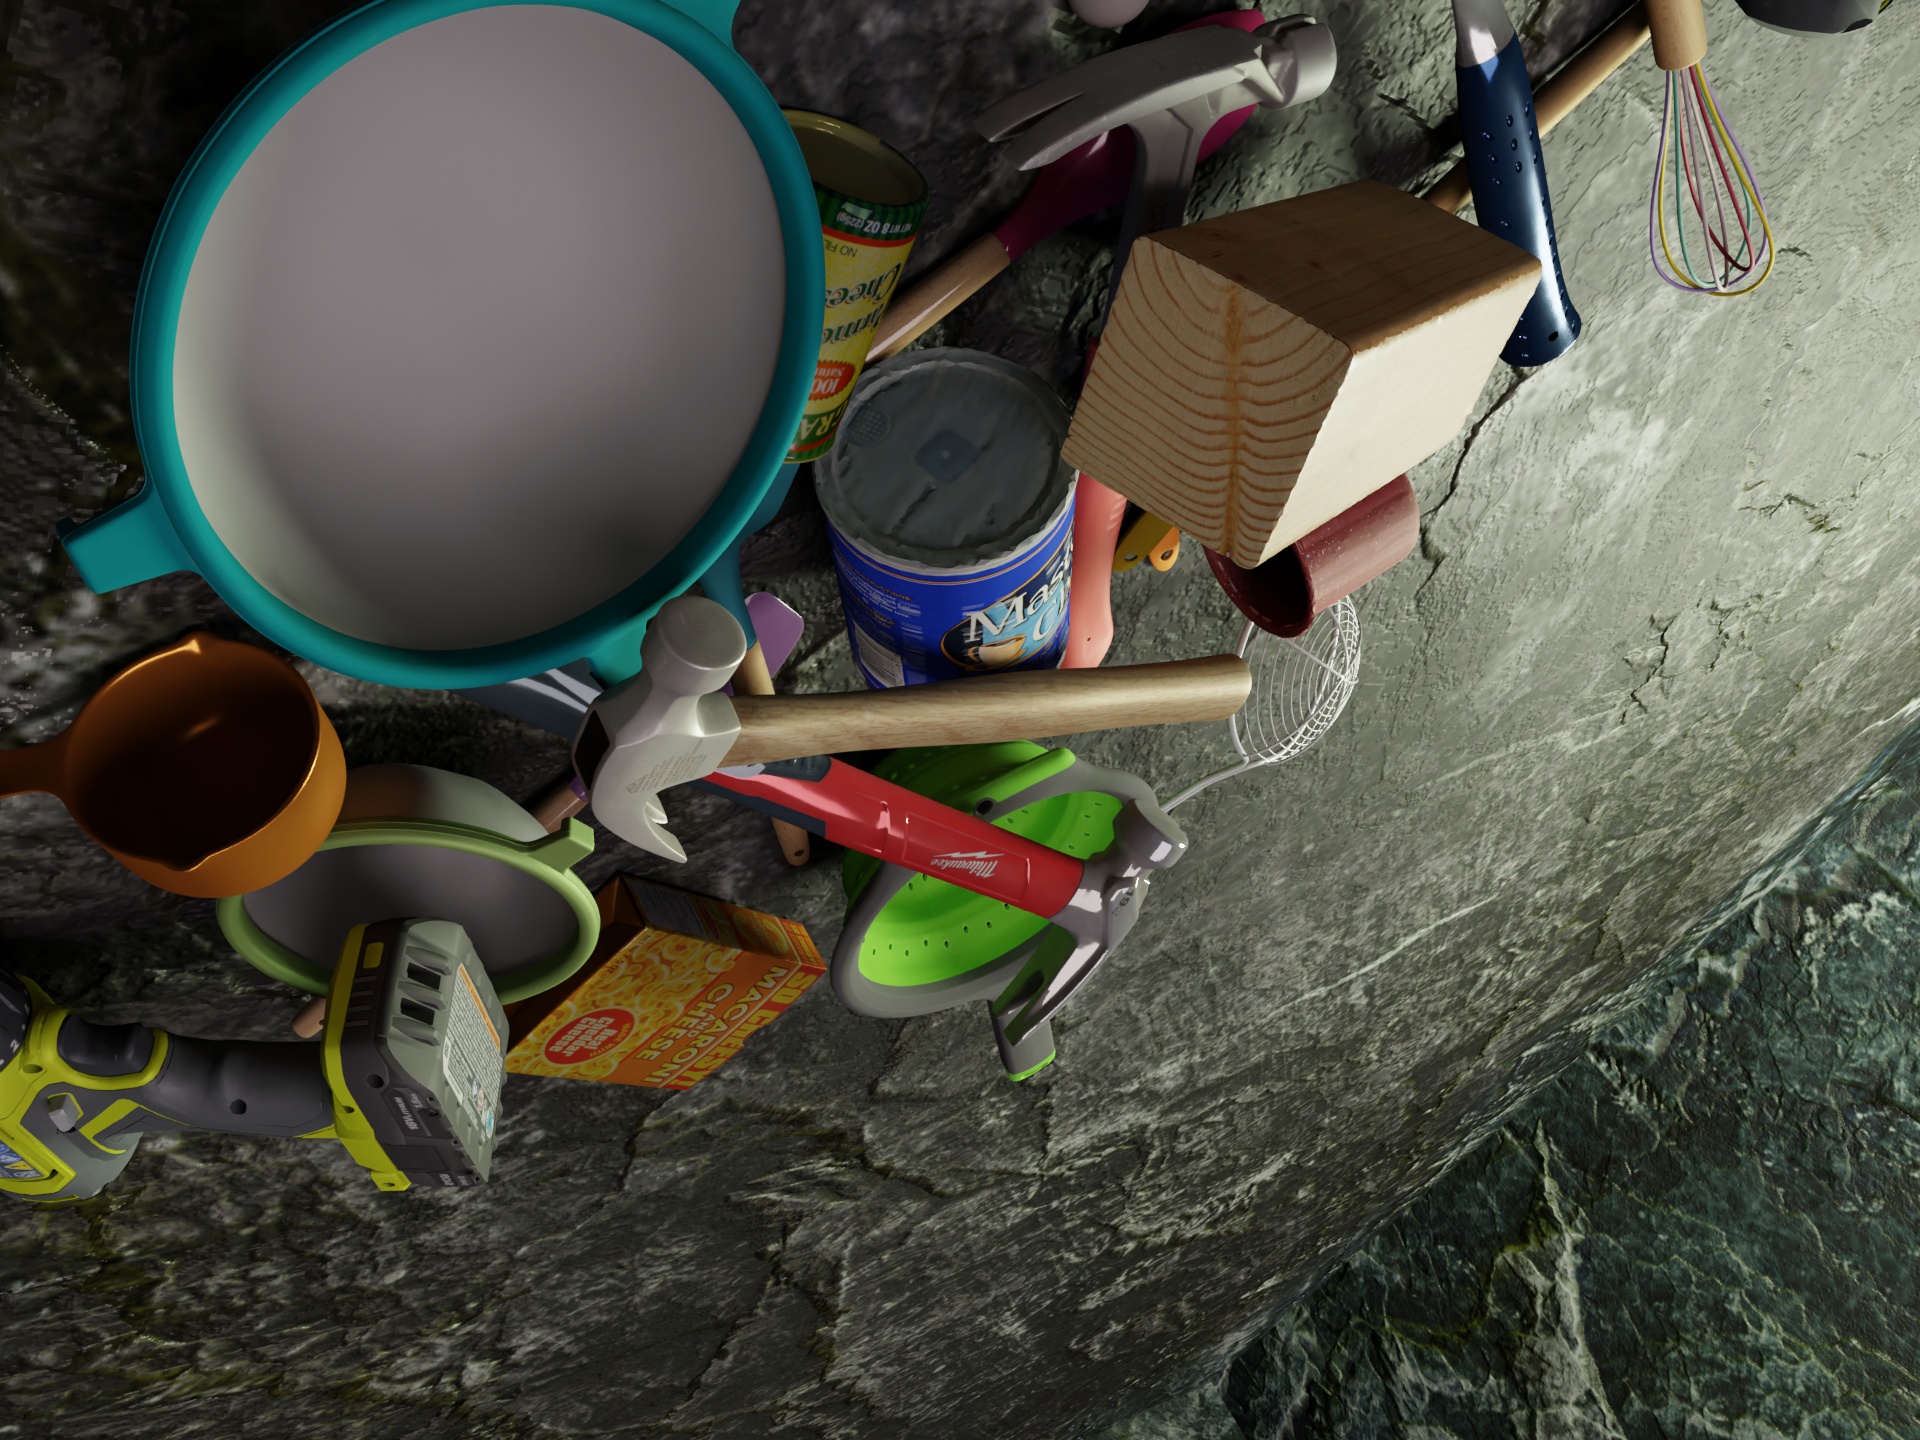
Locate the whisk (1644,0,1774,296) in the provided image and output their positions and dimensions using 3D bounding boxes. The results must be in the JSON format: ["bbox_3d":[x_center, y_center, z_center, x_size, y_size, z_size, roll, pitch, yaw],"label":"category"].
[{"bbox_3d":[0.338,-0.287,0.729,0.051,0.047,0.244,-37,134,2],"label":"whisk"}]

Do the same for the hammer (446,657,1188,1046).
[{"bbox_3d":[-0.069,0.046,0.708,0.386,0.038,0.143,24,110,-36],"label":"hammer"}]

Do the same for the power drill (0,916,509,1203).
[{"bbox_3d":[-0.313,0.132,0.638,0.228,0.080,0.190,-1,143,-2],"label":"power drill"}]

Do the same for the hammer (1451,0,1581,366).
[{"bbox_3d":[0.203,-0.276,0.637,0.144,0.035,0.405,-37,144,5],"label":"hammer"}]

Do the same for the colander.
[{"bbox_3d":[0.010,0.112,0.956,0.204,0.095,0.396,-28,148,-11],"label":"colander"}]

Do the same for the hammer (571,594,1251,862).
[{"bbox_3d":[-0.001,-0.002,0.643,0.331,0.031,0.130,-5,148,-40],"label":"hammer"}]

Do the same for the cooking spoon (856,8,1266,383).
[{"bbox_3d":[-0.005,-0.172,0.631,0.319,0.017,0.068,-37,149,2],"label":"cooking spoon"}]

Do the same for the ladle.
[{"bbox_3d":[0.225,-0.242,0.745,0.315,0.031,0.069,-42,146,8],"label":"ladle"}]

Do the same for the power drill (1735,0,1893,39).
[{"bbox_3d":[0.348,-0.376,0.546,0.223,0.080,0.171,-53,151,-15],"label":"power drill"}]

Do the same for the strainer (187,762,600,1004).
[{"bbox_3d":[-0.236,0.092,0.717,0.151,0.069,0.256,0,145,-9],"label":"strainer"}]

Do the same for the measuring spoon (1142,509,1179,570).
[{"bbox_3d":[0.105,-0.111,0.822,0.021,0.011,0.116,-30,149,-8],"label":"measuring spoon"}]

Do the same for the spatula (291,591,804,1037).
[{"bbox_3d":[-0.198,0.050,0.751,0.316,0.018,0.059,-40,148,6],"label":"spatula"}]

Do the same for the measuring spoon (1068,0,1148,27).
[{"bbox_3d":[0.024,-0.262,0.534,0.124,0.018,0.034,2,134,-44],"label":"measuring spoon"}]

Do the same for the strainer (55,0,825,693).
[{"bbox_3d":[-0.120,-0.177,0.464,0.210,0.095,0.340,13,108,-53],"label":"strainer"}]

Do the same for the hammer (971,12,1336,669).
[{"bbox_3d":[0.059,-0.131,0.708,0.149,0.037,0.358,-26,151,-22],"label":"hammer"}]

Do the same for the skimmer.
[{"bbox_3d":[0.103,0.039,1.010,0.363,0.090,0.127,-37,153,24],"label":"skimmer"}]

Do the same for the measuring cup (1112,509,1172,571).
[{"bbox_3d":[0.117,-0.110,0.786,0.062,0.029,0.156,5,148,-25],"label":"measuring cup"}]

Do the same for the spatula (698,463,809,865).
[{"bbox_3d":[-0.094,-0.012,0.716,0.082,0.044,0.317,-20,145,-9],"label":"spatula"}]

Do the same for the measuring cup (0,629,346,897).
[{"bbox_3d":[-0.311,0.027,0.573,0.173,0.095,0.052,-9,153,-5],"label":"measuring cup"}]
